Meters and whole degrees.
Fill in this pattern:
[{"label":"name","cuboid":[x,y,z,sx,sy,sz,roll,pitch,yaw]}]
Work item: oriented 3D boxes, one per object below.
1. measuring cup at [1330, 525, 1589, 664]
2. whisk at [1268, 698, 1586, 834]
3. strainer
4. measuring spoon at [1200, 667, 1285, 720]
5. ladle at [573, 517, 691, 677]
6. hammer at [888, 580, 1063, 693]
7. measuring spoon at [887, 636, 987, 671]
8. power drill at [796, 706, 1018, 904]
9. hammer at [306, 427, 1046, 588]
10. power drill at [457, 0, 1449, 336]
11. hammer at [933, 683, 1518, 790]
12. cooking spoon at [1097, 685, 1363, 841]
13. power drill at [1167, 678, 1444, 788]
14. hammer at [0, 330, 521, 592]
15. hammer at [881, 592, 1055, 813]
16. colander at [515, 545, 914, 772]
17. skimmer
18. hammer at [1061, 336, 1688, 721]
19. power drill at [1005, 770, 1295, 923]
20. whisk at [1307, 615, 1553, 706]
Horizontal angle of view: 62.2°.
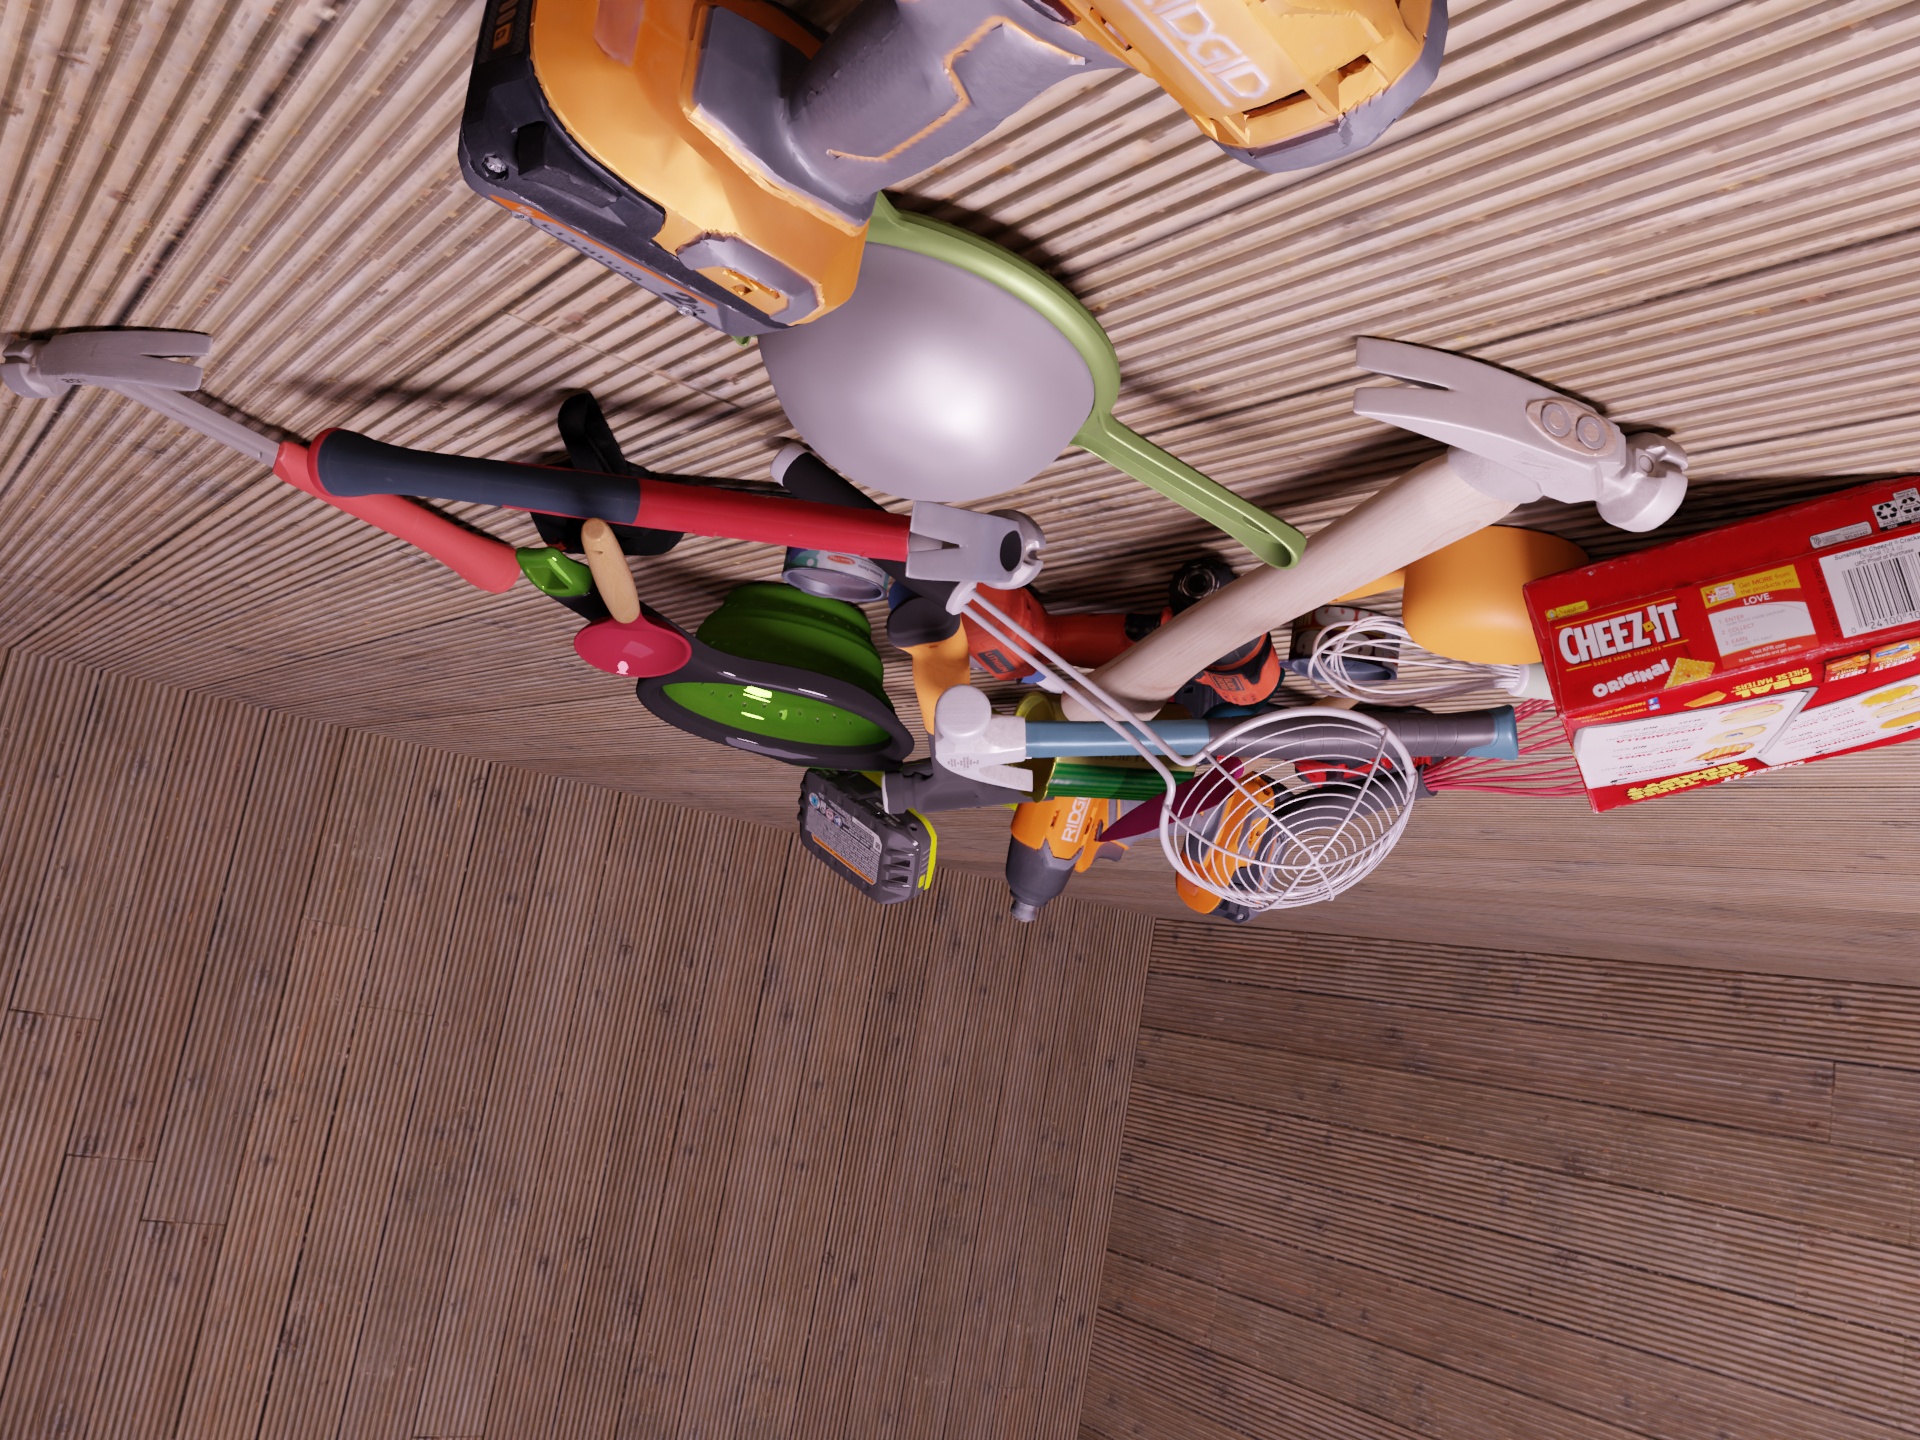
[{"label":"measuring cup","cuboid":[0.245,-0.056,0.834,0.095,0.052,0.173,16,167,-29]},{"label":"whisk","cuboid":[0.332,0.035,1.066,0.073,0.073,0.296,19,151,-41]},{"label":"strainer","cuboid":[0.025,-0.102,0.622,0.256,0.069,0.151,26,165,-19]},{"label":"measuring spoon","cuboid":[0.191,-0.018,1.062,0.042,0.021,0.128,-7,-160,32]},{"label":"ladle","cuboid":[-0.178,-0.062,0.832,0.069,0.031,0.315,2,173,-8]},{"label":"hammer","cuboid":[0.064,-0.034,1.195,0.144,0.035,0.405,5,169,27]},{"label":"measuring spoon","cuboid":[-0.014,-0.049,1.235,0.034,0.018,0.124,2,168,36]},{"label":"power drill","cuboid":[-0.001,0.067,1.318,0.228,0.080,0.191,-21,-138,-40]},{"label":"hammer","cuboid":[-0.162,-0.106,0.763,0.386,0.038,0.143,10,-173,19]},{"label":"power drill","cuboid":[-0.027,-0.175,0.372,0.226,0.084,0.185,-4,163,40]},{"label":"hammer","cuboid":[0.150,0.009,0.889,0.331,0.033,0.128,-1,165,-1]},{"label":"cooking spoon","cuboid":[0.184,0.022,1.006,0.069,0.017,0.319,-17,-176,41]},{"label":"power drill","cuboid":[0.232,0.015,1.184,0.219,0.078,0.143,10,167,-22]},{"label":"hammer","cuboid":[-0.390,-0.150,0.992,0.149,0.037,0.358,6,169,24]},{"label":"hammer","cuboid":[-0.002,-0.003,1.033,0.127,0.034,0.336,-5,160,1]},{"label":"colander","cuboid":[-0.160,-0.065,1.092,0.204,0.094,0.396,3,162,26]},{"label":"skimmer","cuboid":[0.061,-0.034,0.809,0.363,0.127,0.090,38,-146,12]},{"label":"hammer","cuboid":[0.142,-0.063,0.777,0.146,0.038,0.410,15,160,-18]},{"label":"power drill","cuboid":[0.143,0.095,1.264,0.226,0.164,0.084,13,-168,-26]},{"label":"whisk","cuboid":[0.317,-0.026,0.928,0.246,0.058,0.059,5,137,-14]}]
